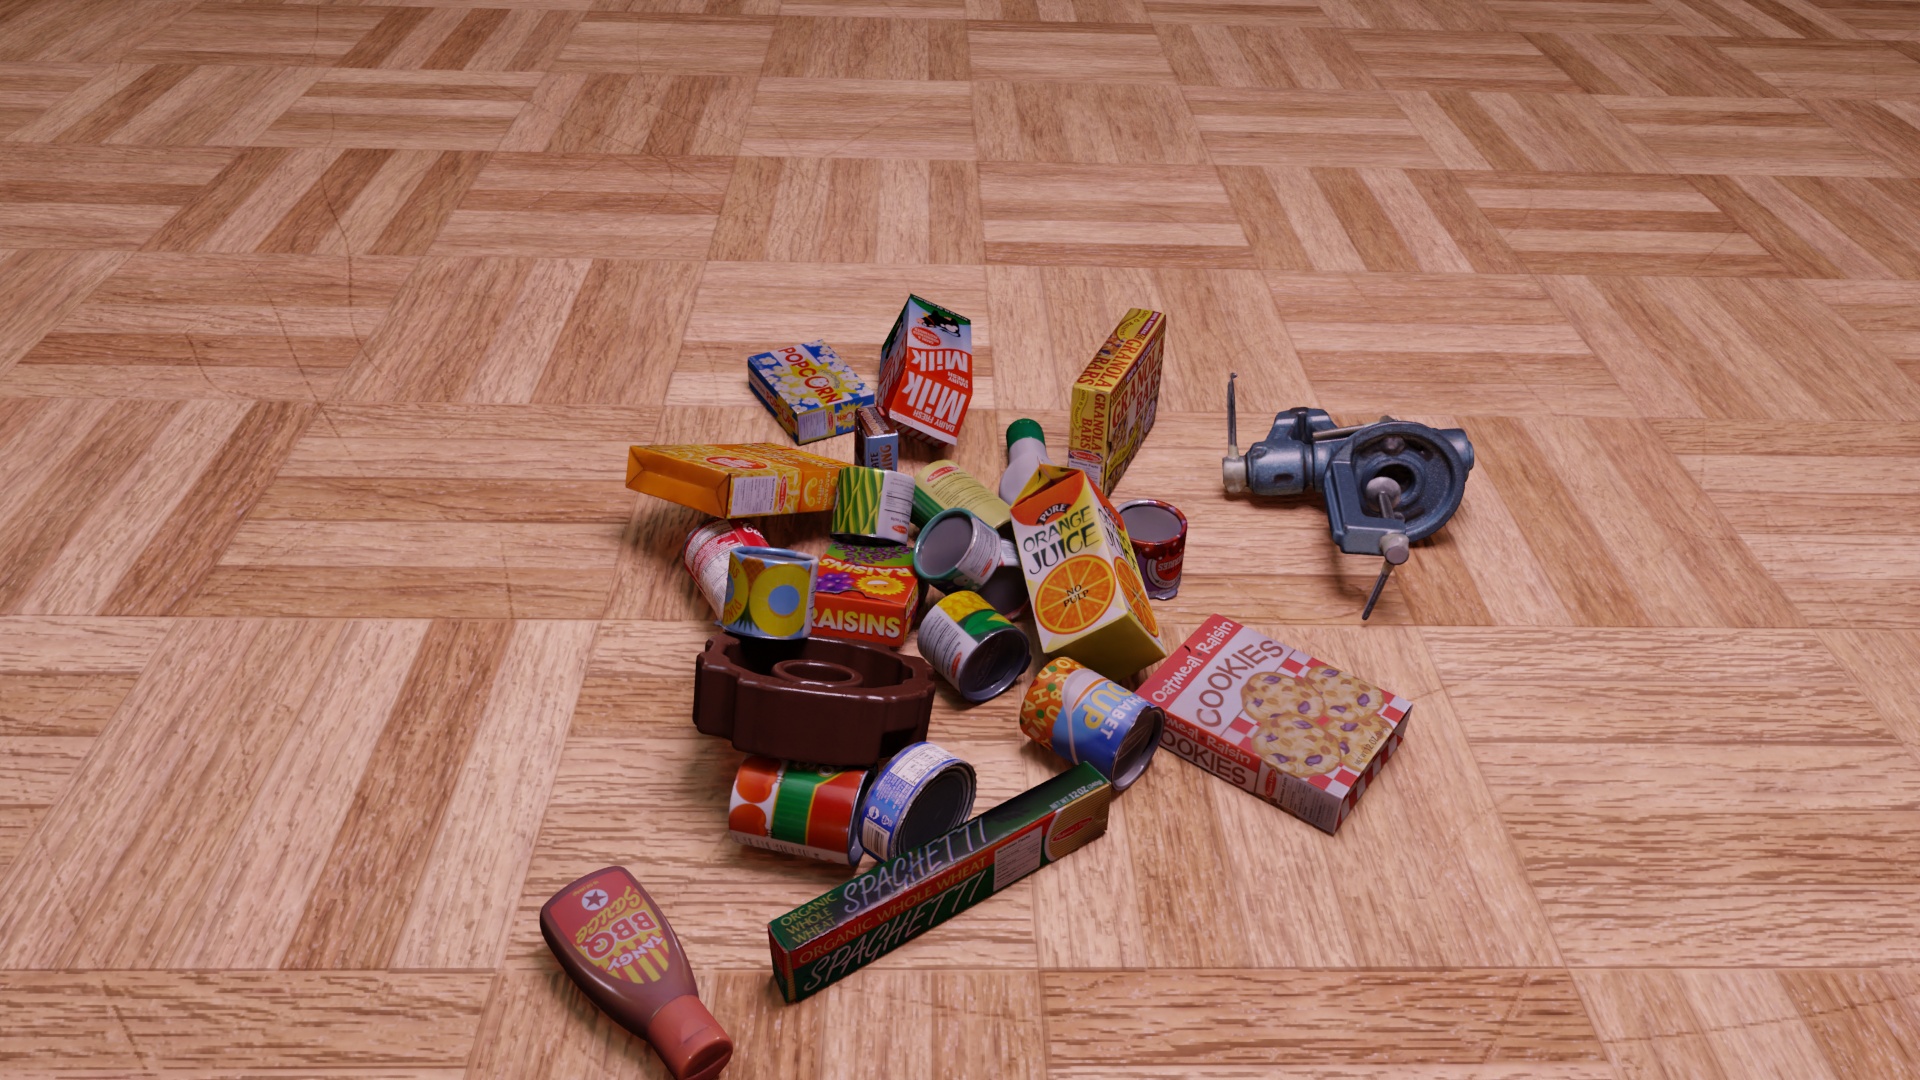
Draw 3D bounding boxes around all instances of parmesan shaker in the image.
[{"bbox_3d":[0.004,-0.015,1.189,0.071,0.071,0.103,-22,44,-29],"label":"parmesan shaker"}]

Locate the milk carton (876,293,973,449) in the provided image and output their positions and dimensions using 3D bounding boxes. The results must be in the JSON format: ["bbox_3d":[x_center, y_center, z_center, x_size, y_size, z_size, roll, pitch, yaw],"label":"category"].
[{"bbox_3d":[-0.035,-0.157,1.354,0.072,0.073,0.191,21,34,-16],"label":"milk carton"}]

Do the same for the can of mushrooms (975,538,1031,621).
[{"bbox_3d":[0.025,0.036,1.123,0.071,0.070,0.033,-10,39,-16],"label":"can of mushrooms"}]

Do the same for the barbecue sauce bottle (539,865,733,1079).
[{"bbox_3d":[-0.190,0.260,0.826,0.065,0.043,0.149,-25,44,-32],"label":"barbecue sauce bottle"}]

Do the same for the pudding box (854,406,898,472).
[{"bbox_3d":[-0.076,-0.073,1.246,0.030,0.083,0.050,-8,37,-15],"label":"pudding box"}]

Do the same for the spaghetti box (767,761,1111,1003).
[{"bbox_3d":[-0.008,0.215,0.891,0.251,0.050,0.029,-21,41,-28],"label":"spaghetti box"}]

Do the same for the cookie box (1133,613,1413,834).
[{"bbox_3d":[0.228,0.129,1.026,0.167,0.040,0.123,25,42,28],"label":"cookie box"}]

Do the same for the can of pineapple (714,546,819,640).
[{"bbox_3d":[-0.141,0.038,1.017,0.071,0.057,0.071,7,6,-1],"label":"can of pineapple"}]

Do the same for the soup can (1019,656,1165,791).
[{"bbox_3d":[0.094,0.128,0.995,0.084,0.071,0.072,28,44,31],"label":"soup can"}]

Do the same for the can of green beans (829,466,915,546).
[{"bbox_3d":[-0.074,-0.028,1.171,0.071,0.058,0.071,7,-7,1],"label":"can of green beans"}]

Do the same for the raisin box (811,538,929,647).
[{"bbox_3d":[-0.074,0.039,1.105,0.086,0.040,0.124,8,21,7],"label":"raisin box"}]

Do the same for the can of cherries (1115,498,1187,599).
[{"bbox_3d":[0.158,0.007,1.171,0.071,0.058,0.072,1,36,-1],"label":"can of cherries"}]

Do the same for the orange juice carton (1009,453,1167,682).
[{"bbox_3d":[0.094,0.017,1.097,0.073,0.071,0.193,-28,45,18],"label":"orange juice carton"}]

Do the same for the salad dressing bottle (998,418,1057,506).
[{"bbox_3d":[0.065,-0.060,1.271,0.064,0.043,0.148,-5,36,1],"label":"salad dressing bottle"}]

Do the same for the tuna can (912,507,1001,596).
[{"bbox_3d":[-0.005,0.009,1.092,0.071,0.033,0.071,-24,48,30],"label":"tuna can"}]

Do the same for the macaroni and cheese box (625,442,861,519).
[{"bbox_3d":[-0.181,-0.053,1.188,0.124,0.040,0.167,16,13,35],"label":"macaroni and cheese box"}]

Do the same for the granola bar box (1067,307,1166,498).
[{"bbox_3d":[0.147,-0.126,1.296,0.039,0.123,0.166,15,39,19],"label":"granola bar box"}]

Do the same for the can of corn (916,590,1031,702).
[{"bbox_3d":[0.011,0.080,1.061,0.071,0.070,0.058,-22,43,-29],"label":"can of corn"}]

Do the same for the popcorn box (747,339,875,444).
[{"bbox_3d":[-0.150,-0.150,1.385,0.085,0.038,0.127,-17,41,-24],"label":"popcorn box"}]

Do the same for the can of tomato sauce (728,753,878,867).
[{"bbox_3d":[-0.103,0.174,0.925,0.083,0.070,0.071,9,37,10],"label":"can of tomato sauce"}]
